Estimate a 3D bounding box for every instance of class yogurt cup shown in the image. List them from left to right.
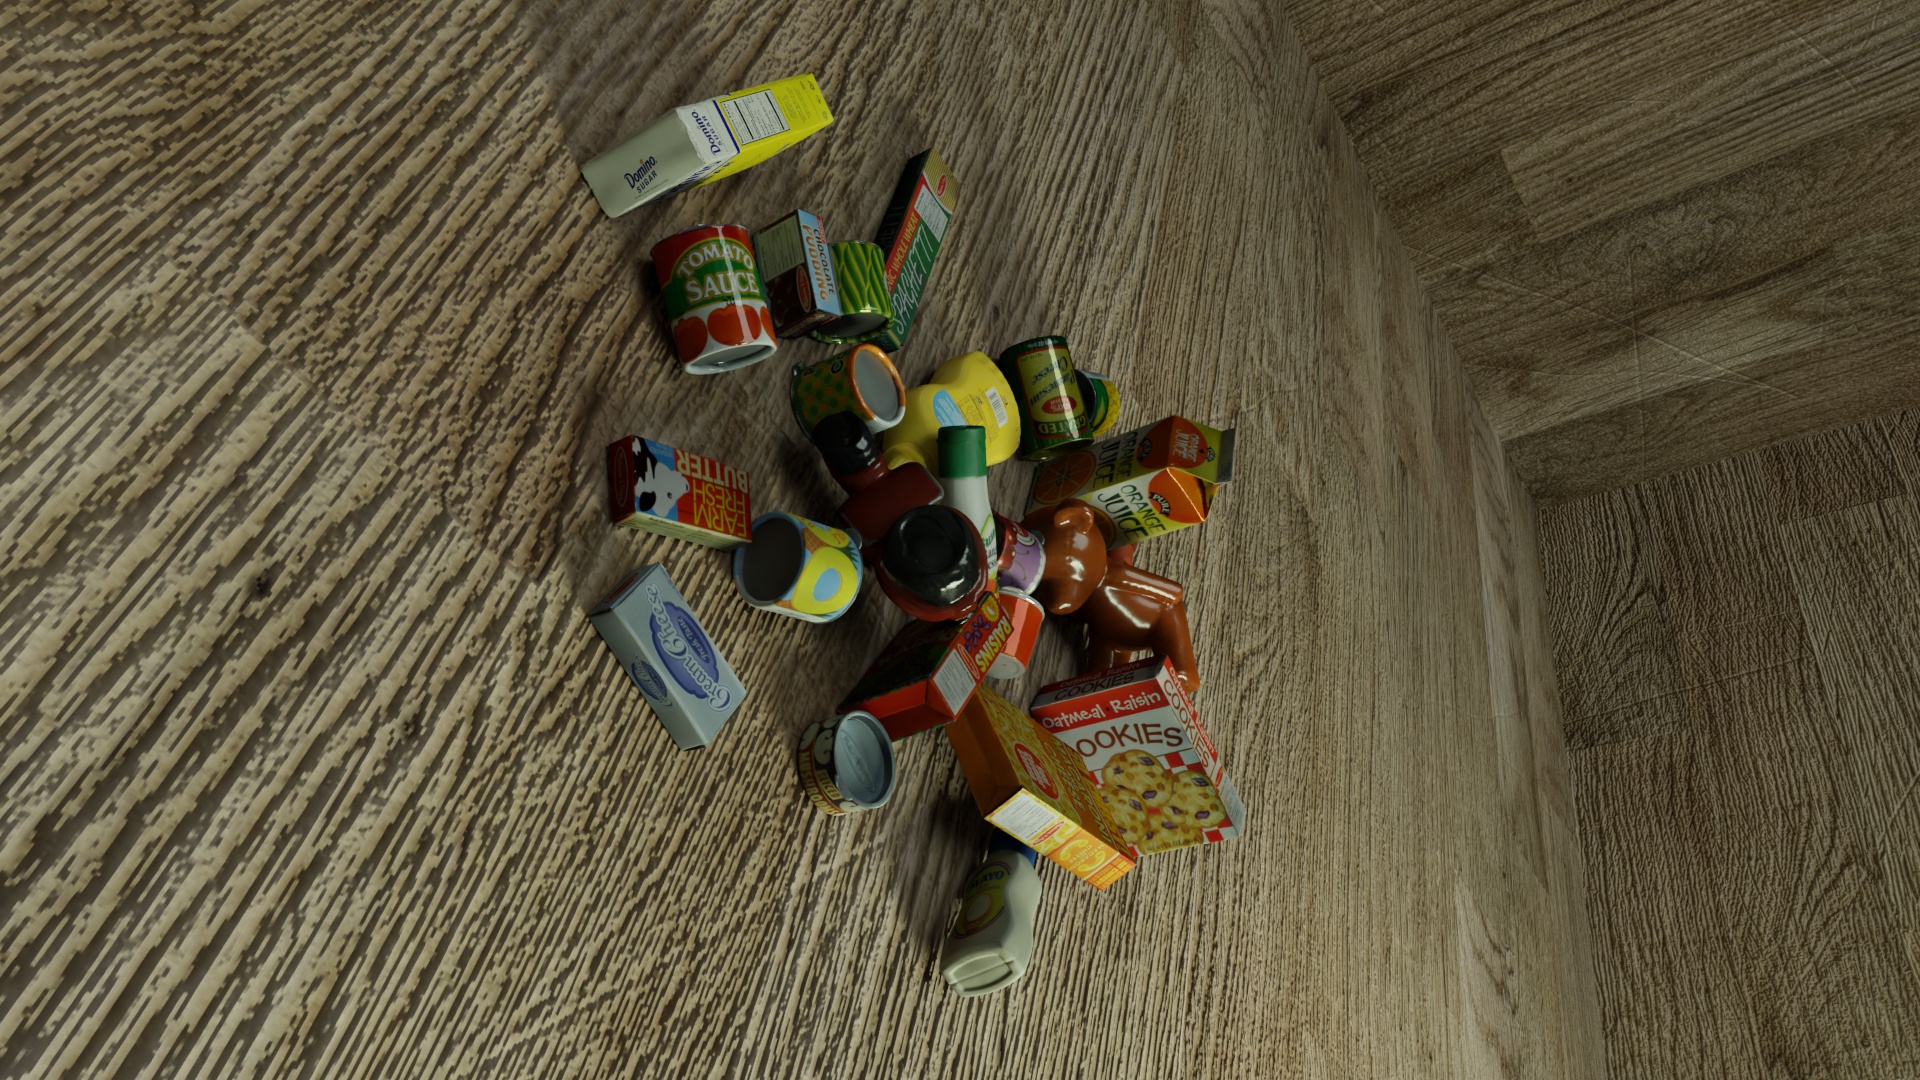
[{"bbox_3d":[0.030,0.076,1.109,0.072,0.072,0.054,40,51,-41],"label":"yogurt cup"}]

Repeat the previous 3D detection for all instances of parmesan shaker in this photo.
[{"bbox_3d":[0.077,-0.132,1.295,0.071,0.071,0.103,-3,76,-58],"label":"parmesan shaker"}]

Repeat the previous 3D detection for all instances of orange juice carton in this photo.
[{"bbox_3d":[0.161,-0.050,1.256,0.073,0.192,0.072,50,38,-30],"label":"orange juice carton"}]

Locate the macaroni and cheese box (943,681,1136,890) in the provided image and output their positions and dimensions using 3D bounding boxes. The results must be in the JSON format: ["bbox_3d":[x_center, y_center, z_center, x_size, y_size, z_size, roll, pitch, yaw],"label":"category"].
[{"bbox_3d":[0.057,0.186,1.069,0.166,0.040,0.124,41,15,-41],"label":"macaroni and cheese box"}]

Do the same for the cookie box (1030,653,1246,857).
[{"bbox_3d":[0.152,0.186,1.183,0.167,0.122,0.040,62,31,-16],"label":"cookie box"}]

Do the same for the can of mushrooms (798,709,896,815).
[{"bbox_3d":[-0.077,0.150,0.929,0.071,0.033,0.071,34,48,-47],"label":"can of mushrooms"}]

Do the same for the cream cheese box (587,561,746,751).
[{"bbox_3d":[-0.173,0.069,0.829,0.103,0.024,0.054,60,33,-18],"label":"cream cheese box"}]

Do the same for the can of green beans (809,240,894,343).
[{"bbox_3d":[-0.087,-0.189,1.062,0.071,0.071,0.058,9,67,-56],"label":"can of green beans"}]

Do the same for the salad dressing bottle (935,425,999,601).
[{"bbox_3d":[0.004,-0.013,1.057,0.064,0.044,0.147,-23,111,-67],"label":"salad dressing bottle"}]

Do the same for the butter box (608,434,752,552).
[{"bbox_3d":[-0.175,-0.028,0.877,0.103,0.024,0.053,17,60,-53],"label":"butter box"}]

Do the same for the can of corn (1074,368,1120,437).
[{"bbox_3d":[0.114,-0.131,1.351,0.058,0.071,0.071,-3,77,-58],"label":"can of corn"}]

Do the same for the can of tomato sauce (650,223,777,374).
[{"bbox_3d":[-0.163,-0.160,0.924,0.071,0.071,0.083,-9,82,-59],"label":"can of tomato sauce"}]

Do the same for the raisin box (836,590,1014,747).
[{"bbox_3d":[-0.023,0.091,0.994,0.040,0.086,0.124,58,33,-13],"label":"raisin box"}]

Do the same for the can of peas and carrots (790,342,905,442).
[{"bbox_3d":[-0.084,-0.109,1.032,0.071,0.058,0.071,34,47,-46],"label":"can of peas and carrots"}]

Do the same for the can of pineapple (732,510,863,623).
[{"bbox_3d":[-0.107,0.016,0.919,0.058,0.071,0.071,21,57,-52],"label":"can of pineapple"}]

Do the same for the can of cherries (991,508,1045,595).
[{"bbox_3d":[0.028,0.011,1.133,0.058,0.071,0.072,31,49,-47],"label":"can of cherries"}]

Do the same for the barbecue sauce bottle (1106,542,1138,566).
[{"bbox_3d":[0.156,-0.020,1.377,0.064,0.043,0.149,47,39,-36],"label":"barbecue sauce bottle"}]

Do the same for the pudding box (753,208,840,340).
[{"bbox_3d":[-0.122,-0.196,1.027,0.030,0.049,0.084,7,67,-55],"label":"pudding box"}]

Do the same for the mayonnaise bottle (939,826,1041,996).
[{"bbox_3d":[0.028,0.262,1.009,0.041,0.064,0.149,54,24,-16],"label":"mayonnaise bottle"}]

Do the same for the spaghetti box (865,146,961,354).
[{"bbox_3d":[-0.046,-0.253,1.196,0.050,0.028,0.251,50,37,-31],"label":"spaghetti box"}]
